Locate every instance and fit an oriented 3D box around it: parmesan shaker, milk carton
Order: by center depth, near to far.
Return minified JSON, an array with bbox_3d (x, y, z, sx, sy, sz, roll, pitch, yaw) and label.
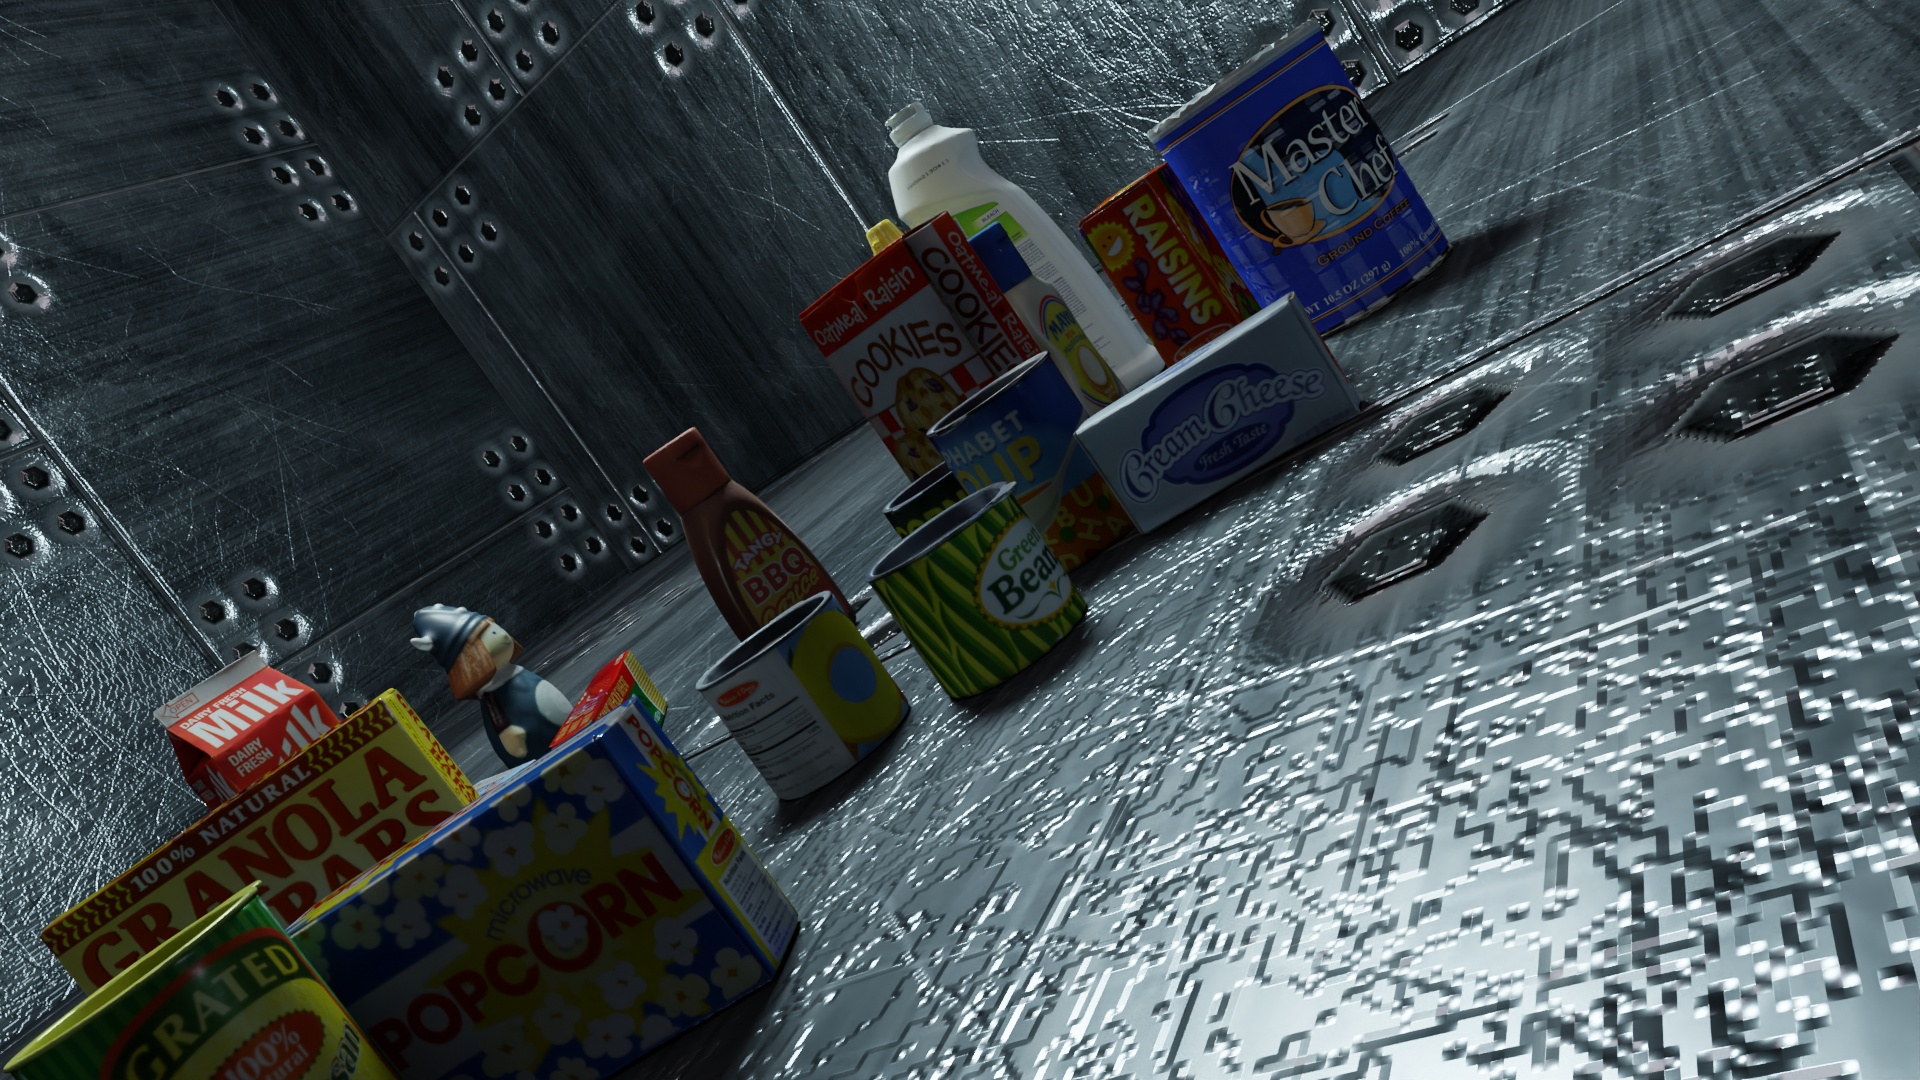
[{"bbox_3d":[-0.182,0.151,0.365,0.071,0.103,0.071,-34,8,6],"label":"parmesan shaker"},{"bbox_3d":[-0.410,0.163,0.867,0.073,0.190,0.073,-26,12,45],"label":"milk carton"}]

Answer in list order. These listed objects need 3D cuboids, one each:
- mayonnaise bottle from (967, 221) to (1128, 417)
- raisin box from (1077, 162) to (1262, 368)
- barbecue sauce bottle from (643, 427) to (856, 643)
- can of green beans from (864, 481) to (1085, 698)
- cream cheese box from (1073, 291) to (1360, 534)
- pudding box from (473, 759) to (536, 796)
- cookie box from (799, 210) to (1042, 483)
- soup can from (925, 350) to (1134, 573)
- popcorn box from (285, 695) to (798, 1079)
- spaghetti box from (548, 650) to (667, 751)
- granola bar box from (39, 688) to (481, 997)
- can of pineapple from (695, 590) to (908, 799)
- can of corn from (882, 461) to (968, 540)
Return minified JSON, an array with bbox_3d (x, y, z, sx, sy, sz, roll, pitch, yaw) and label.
[{"bbox_3d":[0.049,-0.120,0.833,0.041,0.148,0.065,-28,10,38],"label":"mayonnaise bottle"},{"bbox_3d":[0.108,-0.110,0.641,0.040,0.123,0.086,-31,9,24],"label":"raisin box"},{"bbox_3d":[-0.126,0.005,0.804,0.065,0.148,0.043,-39,9,-31],"label":"barbecue sauce bottle"},{"bbox_3d":[0.006,0.019,0.536,0.071,0.057,0.071,-34,8,6],"label":"can of green beans"},{"bbox_3d":[0.104,-0.050,0.565,0.103,0.053,0.024,-31,9,21],"label":"cream cheese box"},{"bbox_3d":[-0.251,0.156,0.779,0.083,0.049,0.030,-25,12,47],"label":"pudding box"},{"bbox_3d":[-0.005,-0.084,0.774,0.040,0.167,0.122,-40,10,-34],"label":"cookie box"},{"bbox_3d":[0.033,-0.031,0.622,0.071,0.083,0.071,-34,8,6],"label":"soup can"},{"bbox_3d":[-0.123,0.115,0.404,0.126,0.085,0.038,-33,8,10],"label":"popcorn box"},{"bbox_3d":[-0.215,0.115,0.871,0.029,0.050,0.250,-35,9,-5],"label":"spaghetti box"},{"bbox_3d":[-0.283,0.163,0.609,0.166,0.124,0.039,-36,8,-8],"label":"granola bar box"},{"bbox_3d":[-0.062,0.061,0.561,0.071,0.058,0.071,-34,8,6],"label":"can of pineapple"},{"bbox_3d":[0.003,-0.009,0.702,0.071,0.058,0.071,-34,8,6],"label":"can of corn"}]
